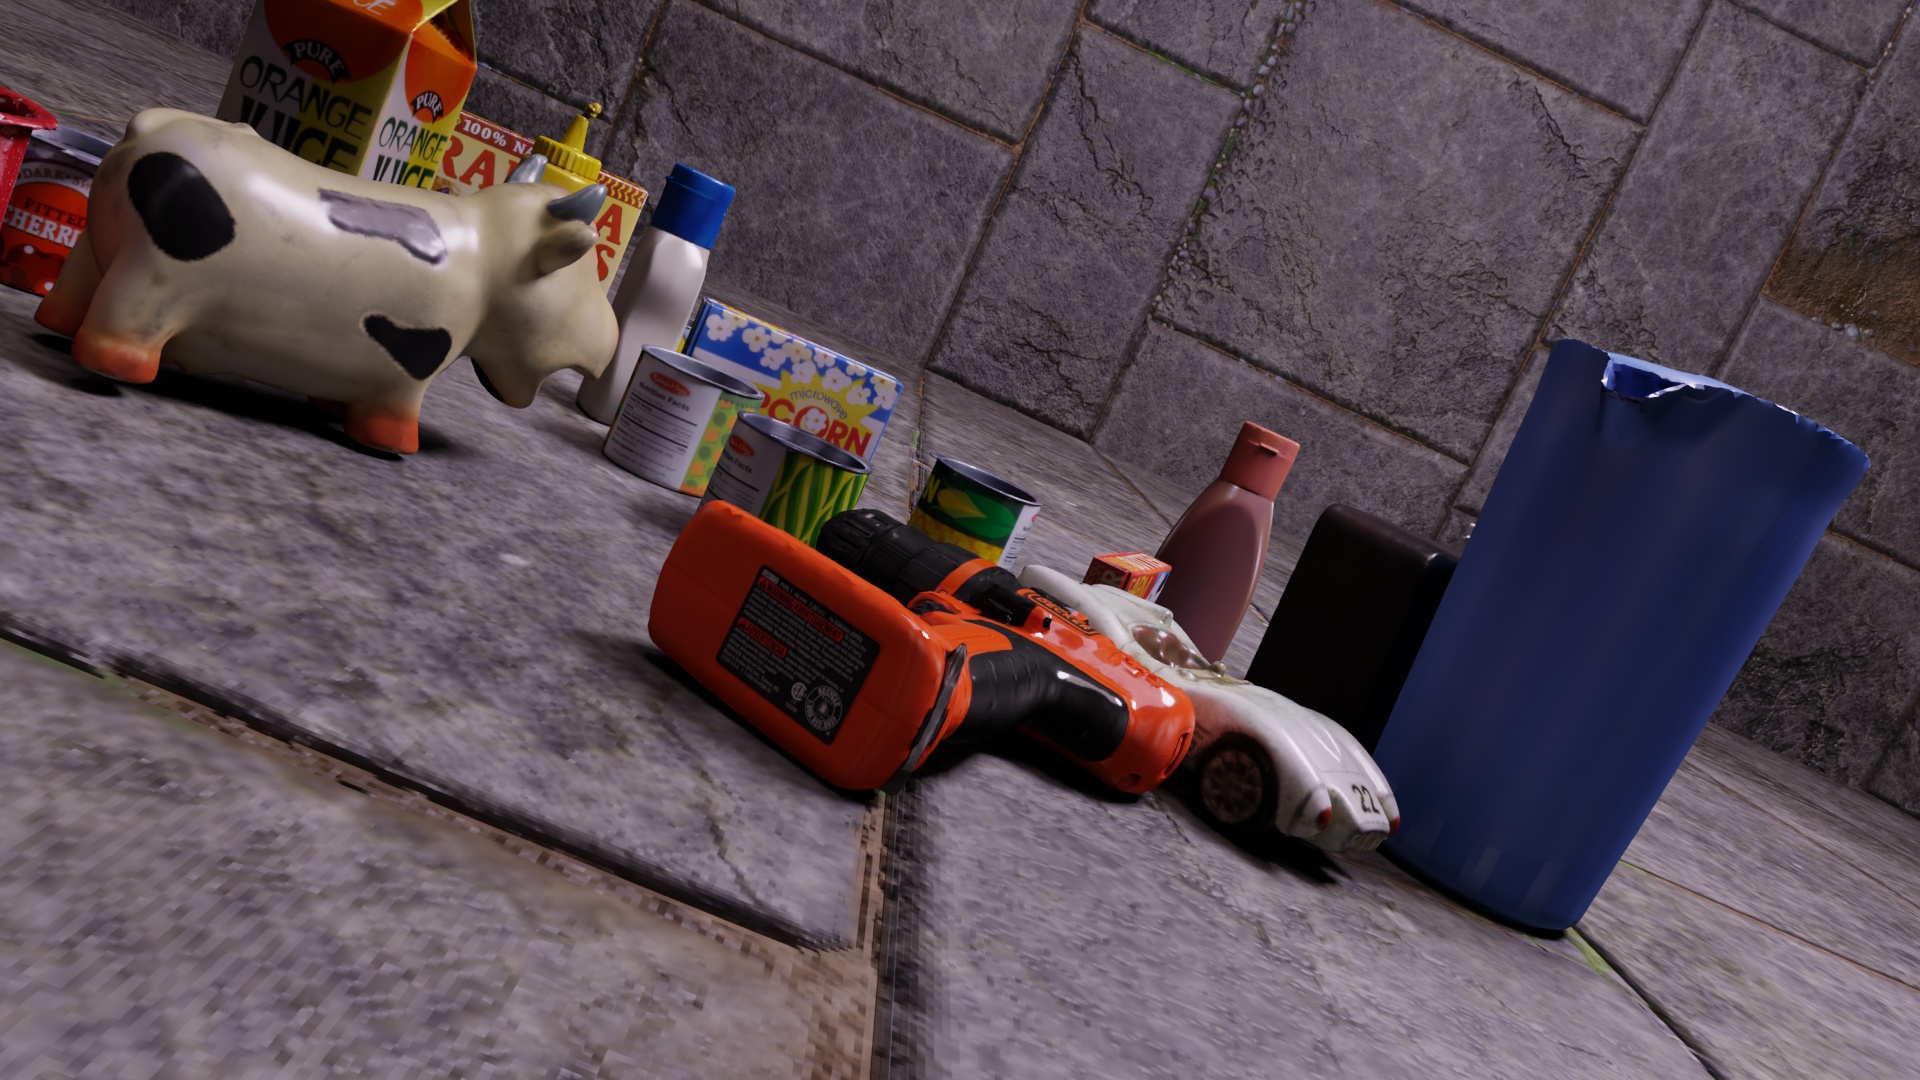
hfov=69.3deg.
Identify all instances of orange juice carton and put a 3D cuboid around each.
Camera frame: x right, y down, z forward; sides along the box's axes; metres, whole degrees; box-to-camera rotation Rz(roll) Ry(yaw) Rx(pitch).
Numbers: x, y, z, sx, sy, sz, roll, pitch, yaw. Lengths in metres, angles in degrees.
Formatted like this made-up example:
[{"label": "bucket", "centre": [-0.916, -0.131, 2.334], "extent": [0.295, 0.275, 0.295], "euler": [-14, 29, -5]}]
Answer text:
[{"label": "orange juice carton", "centre": [-0.292, -0.193, 0.652], "extent": [0.072, 0.192, 0.073], "euler": [25, 8, 1]}]

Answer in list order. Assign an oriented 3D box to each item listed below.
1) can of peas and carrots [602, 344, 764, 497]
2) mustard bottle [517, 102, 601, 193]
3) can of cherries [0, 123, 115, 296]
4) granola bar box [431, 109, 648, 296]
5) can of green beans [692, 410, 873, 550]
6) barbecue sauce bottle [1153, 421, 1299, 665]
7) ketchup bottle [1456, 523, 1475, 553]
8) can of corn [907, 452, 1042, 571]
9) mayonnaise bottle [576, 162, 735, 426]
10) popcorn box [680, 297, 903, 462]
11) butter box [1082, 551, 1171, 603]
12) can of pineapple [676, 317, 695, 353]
[{"label": "can of peas and carrots", "centre": [-0.141, -0.061, 0.711], "extent": [0.071, 0.058, 0.071], "euler": [24, 9, -4]}, {"label": "mustard bottle", "centre": [-0.251, -0.187, 0.827], "extent": [0.049, 0.160, 0.065], "euler": [19, 10, -31]}, {"label": "can of cherries", "centre": [-0.358, -0.131, 0.549], "extent": [0.071, 0.058, 0.071], "euler": [24, 9, -4]}, {"label": "granola bar box", "centre": [-0.302, -0.201, 0.889], "extent": [0.165, 0.124, 0.039], "euler": [17, 11, -38]}, {"label": "can of green beans", "centre": [-0.081, -0.019, 0.631], "extent": [0.071, 0.057, 0.071], "euler": [24, 9, -4]}, {"label": "barbecue sauce bottle", "centre": [0.157, 0.002, 0.843], "extent": [0.065, 0.148, 0.044], "euler": [25, 8, 5]}, {"label": "ketchup bottle", "centre": [0.324, 0.062, 0.929], "extent": [0.043, 0.148, 0.065], "euler": [20, 10, -31]}, {"label": "can of corn", "centre": [0.003, -0.010, 0.796], "extent": [0.071, 0.058, 0.071], "euler": [24, 9, -4]}, {"label": "mayonnaise bottle", "centre": [-0.171, -0.137, 0.784], "extent": [0.041, 0.148, 0.065], "euler": [20, 10, -28]}, {"label": "popcorn box", "centre": [-0.108, -0.080, 0.821], "extent": [0.127, 0.085, 0.038], "euler": [21, 9, -21]}, {"label": "butter box", "centre": [0.087, 0.035, 0.777], "extent": [0.024, 0.053, 0.103], "euler": [27, 9, 18]}, {"label": "can of pineapple", "centre": [-0.194, -0.120, 0.914], "extent": [0.071, 0.057, 0.071], "euler": [24, 9, -4]}]
